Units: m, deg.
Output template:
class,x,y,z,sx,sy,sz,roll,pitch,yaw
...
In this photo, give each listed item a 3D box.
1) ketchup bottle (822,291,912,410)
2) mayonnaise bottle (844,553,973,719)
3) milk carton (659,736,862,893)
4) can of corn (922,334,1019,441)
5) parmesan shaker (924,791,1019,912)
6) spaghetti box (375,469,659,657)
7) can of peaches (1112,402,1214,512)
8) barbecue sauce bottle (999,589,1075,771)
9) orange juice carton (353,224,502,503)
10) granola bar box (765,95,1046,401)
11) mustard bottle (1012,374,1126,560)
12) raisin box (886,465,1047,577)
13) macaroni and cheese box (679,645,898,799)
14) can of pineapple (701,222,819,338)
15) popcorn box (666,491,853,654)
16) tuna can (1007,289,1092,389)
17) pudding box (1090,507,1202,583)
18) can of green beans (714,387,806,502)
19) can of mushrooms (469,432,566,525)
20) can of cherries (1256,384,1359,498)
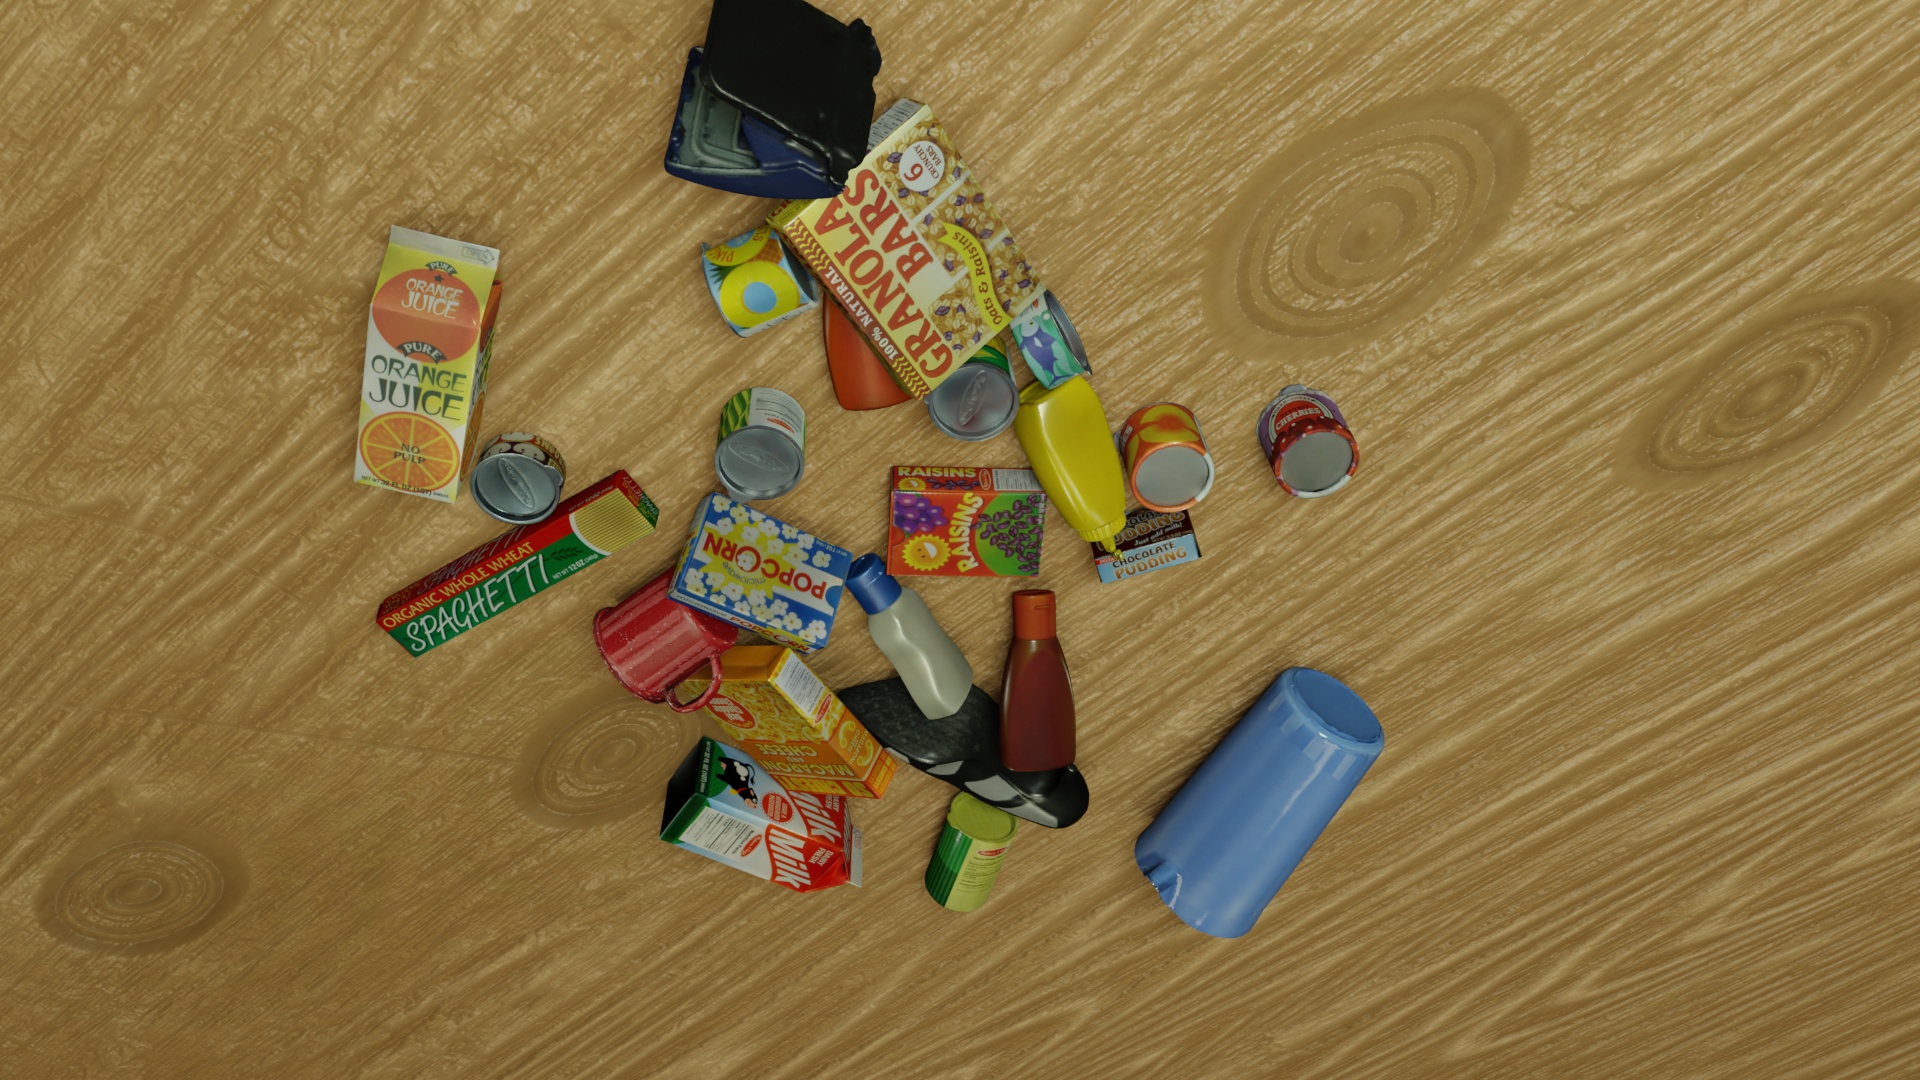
class,x,y,z,sx,sy,sz,roll,pitch,yaw
ketchup bottle,-0.070,-0.166,0.988,0.065,0.044,0.148,-11,126,-3
mayonnaise bottle,-0.045,0.077,1.158,0.041,0.065,0.147,-20,116,30
milk carton,-0.171,0.260,1.276,0.190,0.073,0.073,27,121,-21
can of corn,0.005,-0.116,1.020,0.071,0.058,0.070,-2,127,-3
parmesan shaker,0.007,0.295,1.317,0.071,0.072,0.102,11,125,-12
spaghetti box,-0.357,0.021,1.112,0.250,0.029,0.050,-27,123,14
can of peaches,0.156,-0.063,1.071,0.071,0.058,0.071,-2,127,-3
barbecue sauce bottle,0.064,0.117,1.167,0.065,0.043,0.148,-4,96,-16
orange juice carton,-0.372,-0.127,0.975,0.072,0.073,0.191,13,124,-13
granola bar box,-0.033,-0.194,0.937,0.124,0.039,0.165,-42,128,-4
mustard bottle,0.092,-0.049,1.062,0.065,0.049,0.159,-34,117,-22
raisin box,0.004,-0.014,1.108,0.123,0.040,0.085,1,127,-4
macaroni and cheese box,-0.147,0.155,1.186,0.123,0.040,0.166,-4,135,40
can of pineapple,-0.138,-0.182,0.957,0.058,0.071,0.070,-21,125,11
popcorn box,-0.157,0.027,1.094,0.126,0.085,0.038,25,153,-21
tuna can,0.065,-0.142,1.000,0.033,0.071,0.071,-27,124,17
pudding box,0.148,0.000,1.122,0.084,0.050,0.030,-15,128,7
can of green beans,-0.149,-0.073,1.041,0.071,0.058,0.071,-2,126,-3
can of mushrooms,-0.335,-0.048,1.060,0.071,0.034,0.070,-2,126,-2
can of cherries,0.266,-0.076,1.070,0.071,0.059,0.071,-2,127,-3
